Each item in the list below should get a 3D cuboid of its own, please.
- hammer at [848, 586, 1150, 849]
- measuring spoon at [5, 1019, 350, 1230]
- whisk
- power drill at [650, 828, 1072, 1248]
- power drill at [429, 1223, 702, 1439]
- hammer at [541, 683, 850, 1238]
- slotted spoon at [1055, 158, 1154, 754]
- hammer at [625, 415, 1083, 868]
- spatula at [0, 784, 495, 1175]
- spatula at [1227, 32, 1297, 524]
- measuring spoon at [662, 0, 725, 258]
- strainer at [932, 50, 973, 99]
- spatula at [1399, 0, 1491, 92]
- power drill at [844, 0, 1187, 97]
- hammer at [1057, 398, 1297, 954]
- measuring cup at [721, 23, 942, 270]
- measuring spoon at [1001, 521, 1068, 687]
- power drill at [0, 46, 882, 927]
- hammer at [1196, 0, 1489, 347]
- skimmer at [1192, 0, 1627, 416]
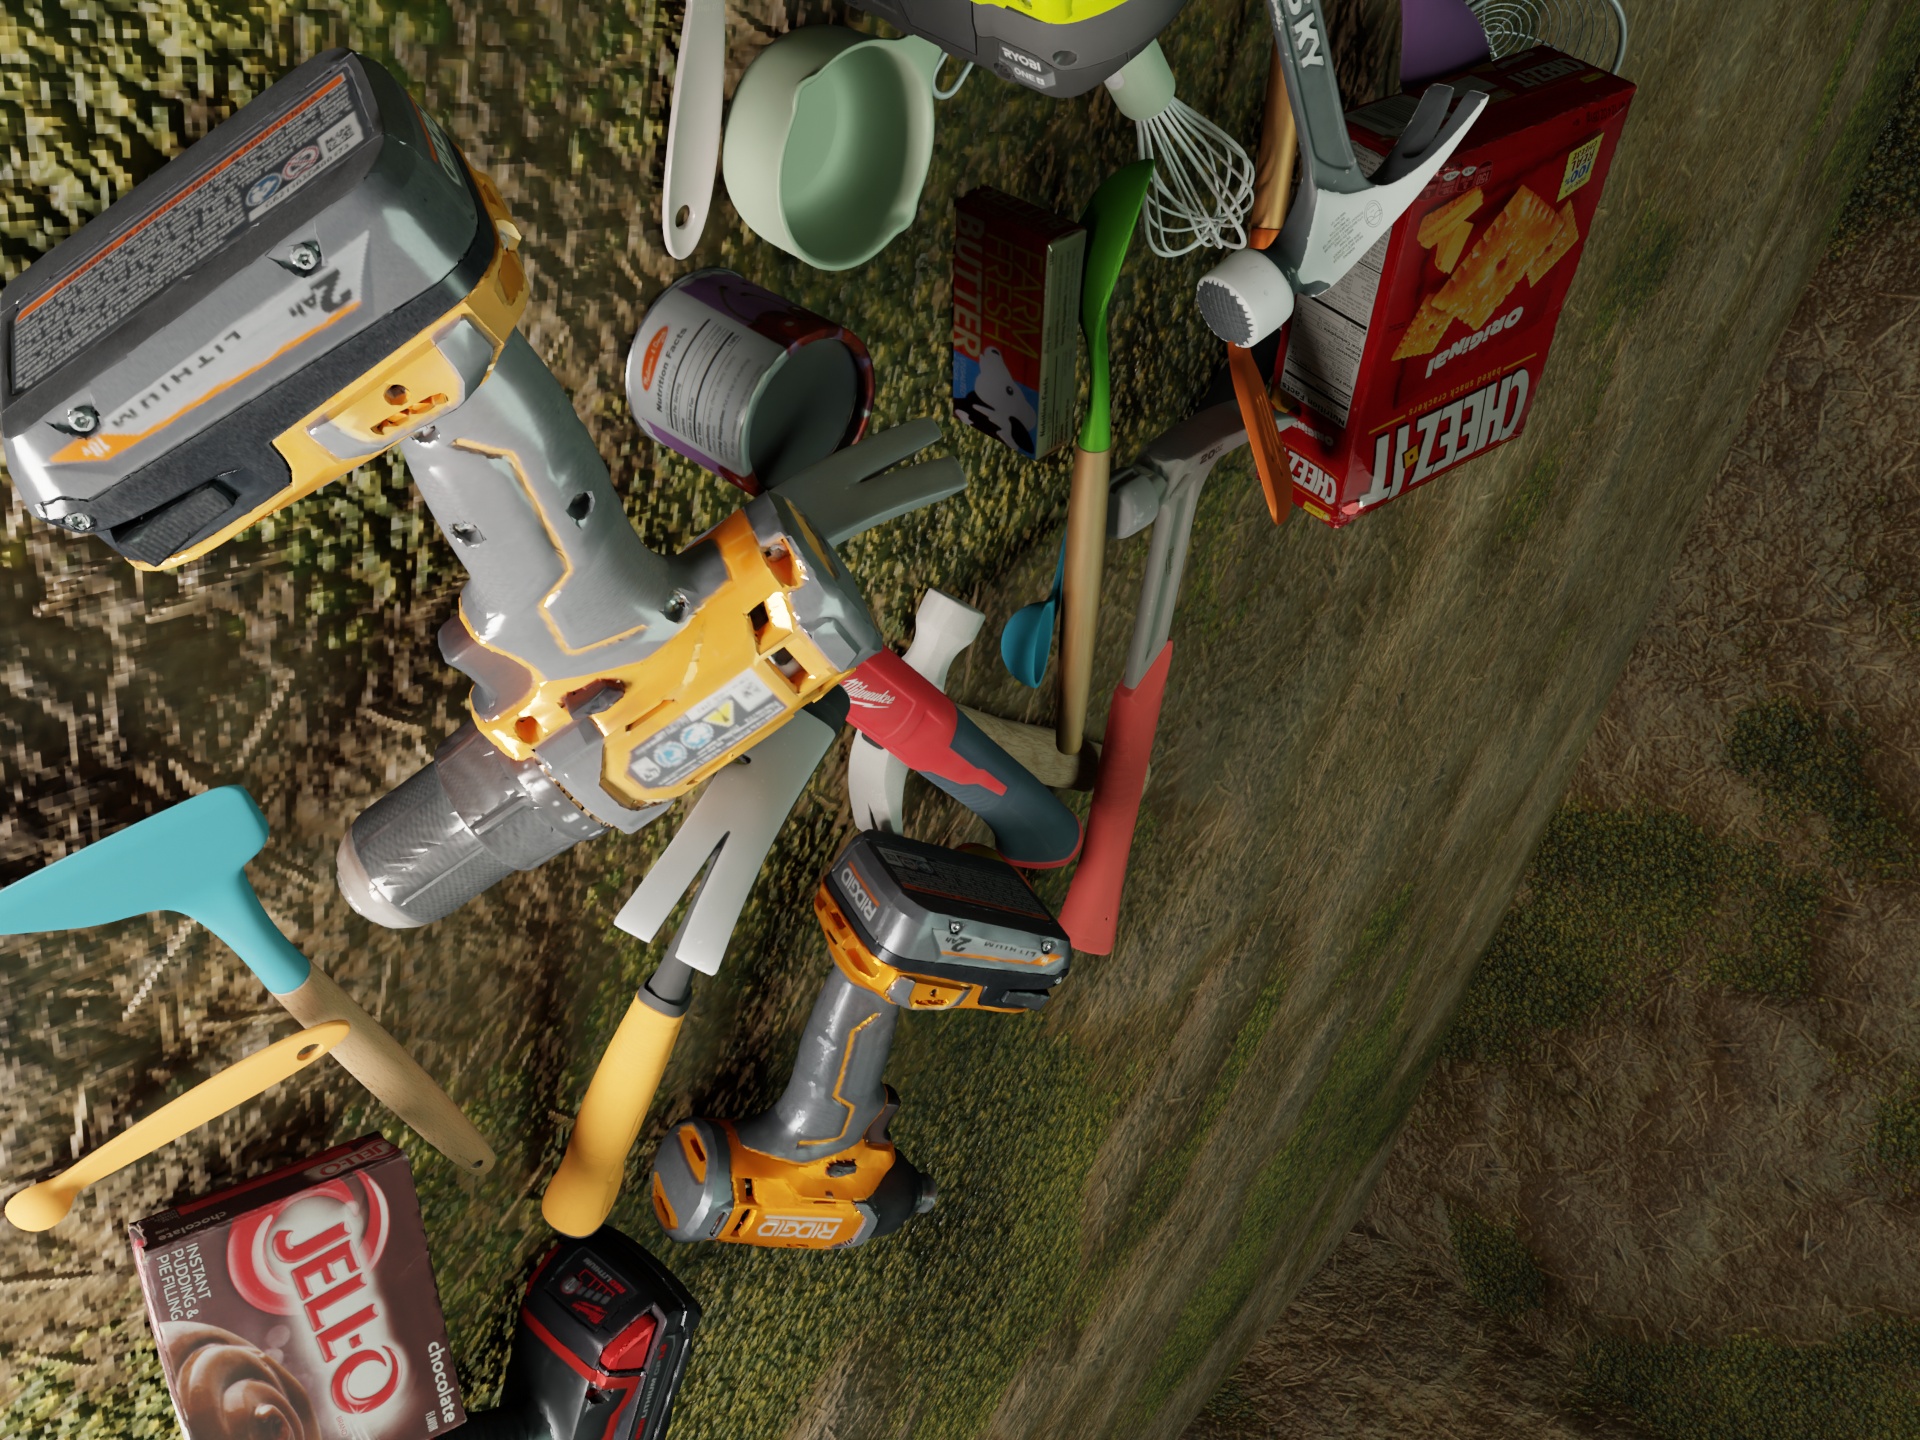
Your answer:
[{"bbox_3d":[0.036,0.019,0.896,0.130,0.031,0.331,-62,153,6],"label":"hammer"},{"bbox_3d":[-0.251,0.132,0.515,0.117,0.011,0.021,-31,152,-11],"label":"measuring spoon"},{"bbox_3d":[0.077,-0.253,0.652,0.059,0.058,0.246,-42,159,11],"label":"whisk"},{"bbox_3d":[-0.039,0.177,0.813,0.164,0.084,0.226,18,110,-38],"label":"power drill"},{"bbox_3d":[-0.223,0.290,0.692,0.226,0.080,0.188,0,110,-54],"label":"power drill"},{"bbox_3d":[-0.124,0.127,0.625,0.336,0.034,0.127,-61,-177,44],"label":"hammer"},{"bbox_3d":[0.059,-0.105,0.739,0.070,0.031,0.313,-76,170,-50],"label":"slotted spoon"},{"bbox_3d":[-0.001,-0.002,0.697,0.143,0.038,0.386,-31,154,10],"label":"hammer"},{"bbox_3d":[-0.219,0.108,0.549,0.082,0.044,0.317,-28,147,-11],"label":"spatula"},{"bbox_3d":[0.157,-0.256,0.748,0.081,0.041,0.322,-46,143,-65],"label":"spatula"},{"bbox_3d":[-0.086,-0.203,0.496,0.034,0.018,0.124,-33,150,-40],"label":"measuring spoon"},{"bbox_3d":[0.057,-0.339,0.567,0.086,0.050,0.258,19,107,-54],"label":"strainer"},{"bbox_3d":[0.205,-0.375,0.738,0.060,0.018,0.315,-47,141,-1],"label":"spatula"},{"bbox_3d":[-0.014,-0.275,0.393,0.080,0.171,0.223,-55,161,-8],"label":"power drill"},{"bbox_3d":[0.104,-0.006,0.911,0.149,0.037,0.358,-32,142,-39],"label":"hammer"},{"bbox_3d":[-0.025,-0.234,0.538,0.167,0.038,0.083,-61,153,0],"label":"measuring cup"},{"bbox_3d":[0.041,-0.070,0.798,0.042,0.021,0.129,85,17,-49],"label":"measuring spoon"},{"bbox_3d":[-0.146,-0.037,0.435,0.185,0.084,0.226,-34,140,4],"label":"power drill"},{"bbox_3d":[0.101,-0.334,0.546,0.149,0.036,0.408,-39,134,-13],"label":"hammer"},{"bbox_3d":[0.234,-0.256,0.884,0.363,0.090,0.127,-55,144,-6],"label":"skimmer"}]
